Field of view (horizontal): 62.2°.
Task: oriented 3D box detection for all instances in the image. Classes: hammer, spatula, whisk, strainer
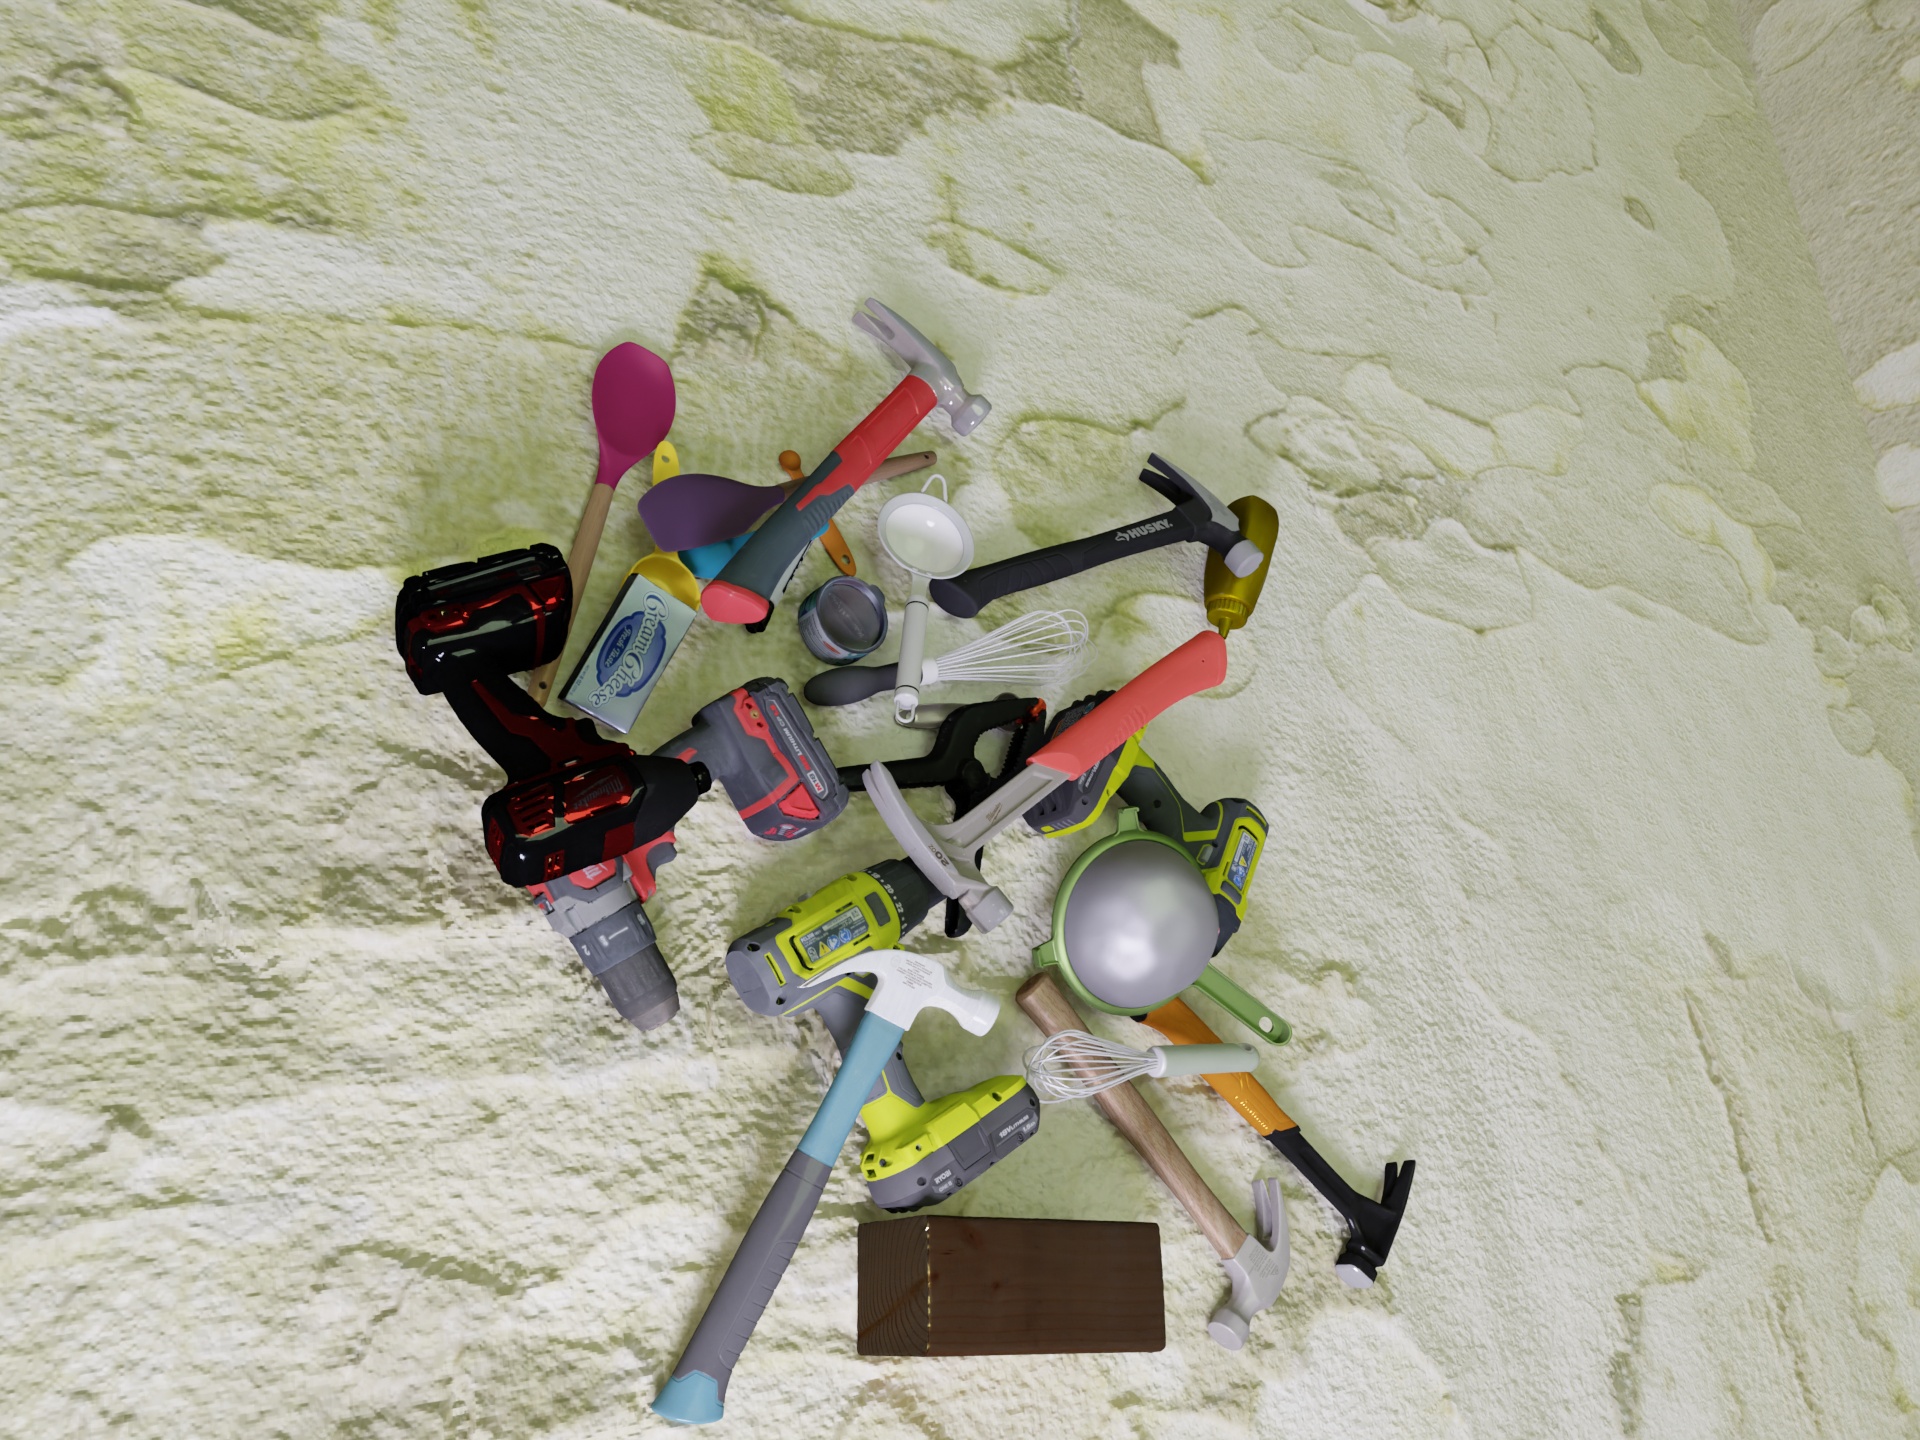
[{"bbox_3d":[0.089,0.013,1.254,0.359,0.036,0.149,-36,85,-36],"label":"hammer"},{"bbox_3d":[-0.127,-0.187,1.269,0.316,0.018,0.060,-22,81,-45],"label":"spatula"},{"bbox_3d":[-0.005,-0.046,1.302,0.284,0.070,0.070,-12,80,-34],"label":"whisk"},{"bbox_3d":[0.148,0.271,1.256,0.246,0.058,0.059,7,103,-36],"label":"whisk"},{"bbox_3d":[0.156,0.337,1.280,0.331,0.031,0.130,53,51,-7],"label":"hammer"},{"bbox_3d":[0.112,-0.154,1.420,0.334,0.035,0.146,-20,61,-34],"label":"hammer"},{"bbox_3d":[-0.106,-0.205,1.257,0.143,0.038,0.386,42,45,-8],"label":"hammer"},{"bbox_3d":[0.263,0.330,1.360,0.336,0.034,0.127,46,53,-13],"label":"hammer"},{"bbox_3d":[0.190,0.195,1.277,0.256,0.069,0.151,38,76,-20],"label":"strainer"},{"bbox_3d":[-0.101,0.300,1.042,0.128,0.033,0.331,31,73,-8],"label":"hammer"},{"bbox_3d":[-0.036,-0.097,1.275,0.086,0.050,0.259,18,48,-15],"label":"strainer"}]

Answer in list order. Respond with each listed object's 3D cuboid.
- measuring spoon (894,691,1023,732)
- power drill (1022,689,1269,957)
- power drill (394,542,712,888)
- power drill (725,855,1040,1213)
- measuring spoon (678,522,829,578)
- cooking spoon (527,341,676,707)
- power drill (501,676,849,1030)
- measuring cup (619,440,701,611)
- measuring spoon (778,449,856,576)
[{"bbox_3d":[-0.002,-0.004,1.312,0.124,0.018,0.034,-3,84,-30],"label":"measuring spoon"},{"bbox_3d":[0.161,0.095,1.352,0.223,0.080,0.171,41,53,-20],"label":"power drill"},{"bbox_3d":[-0.262,-0.004,1.016,0.143,0.078,0.220,-19,61,-30],"label":"power drill"},{"bbox_3d":[-0.040,0.215,1.149,0.190,0.080,0.228,-27,87,-34],"label":"power drill"},{"bbox_3d":[-0.156,-0.143,1.229,0.128,0.021,0.042,-18,74,-29],"label":"measuring spoon"},{"bbox_3d":[-0.269,-0.149,1.166,0.068,0.017,0.319,27,58,-29],"label":"cooking spoon"},{"bbox_3d":[-0.188,0.087,1.098,0.226,0.080,0.188,-30,91,-37],"label":"power drill"},{"bbox_3d":[-0.226,-0.136,1.189,0.062,0.029,0.157,12,63,-33],"label":"measuring cup"},{"bbox_3d":[-0.114,-0.169,1.293,0.021,0.011,0.117,-29,91,-40],"label":"measuring spoon"}]
